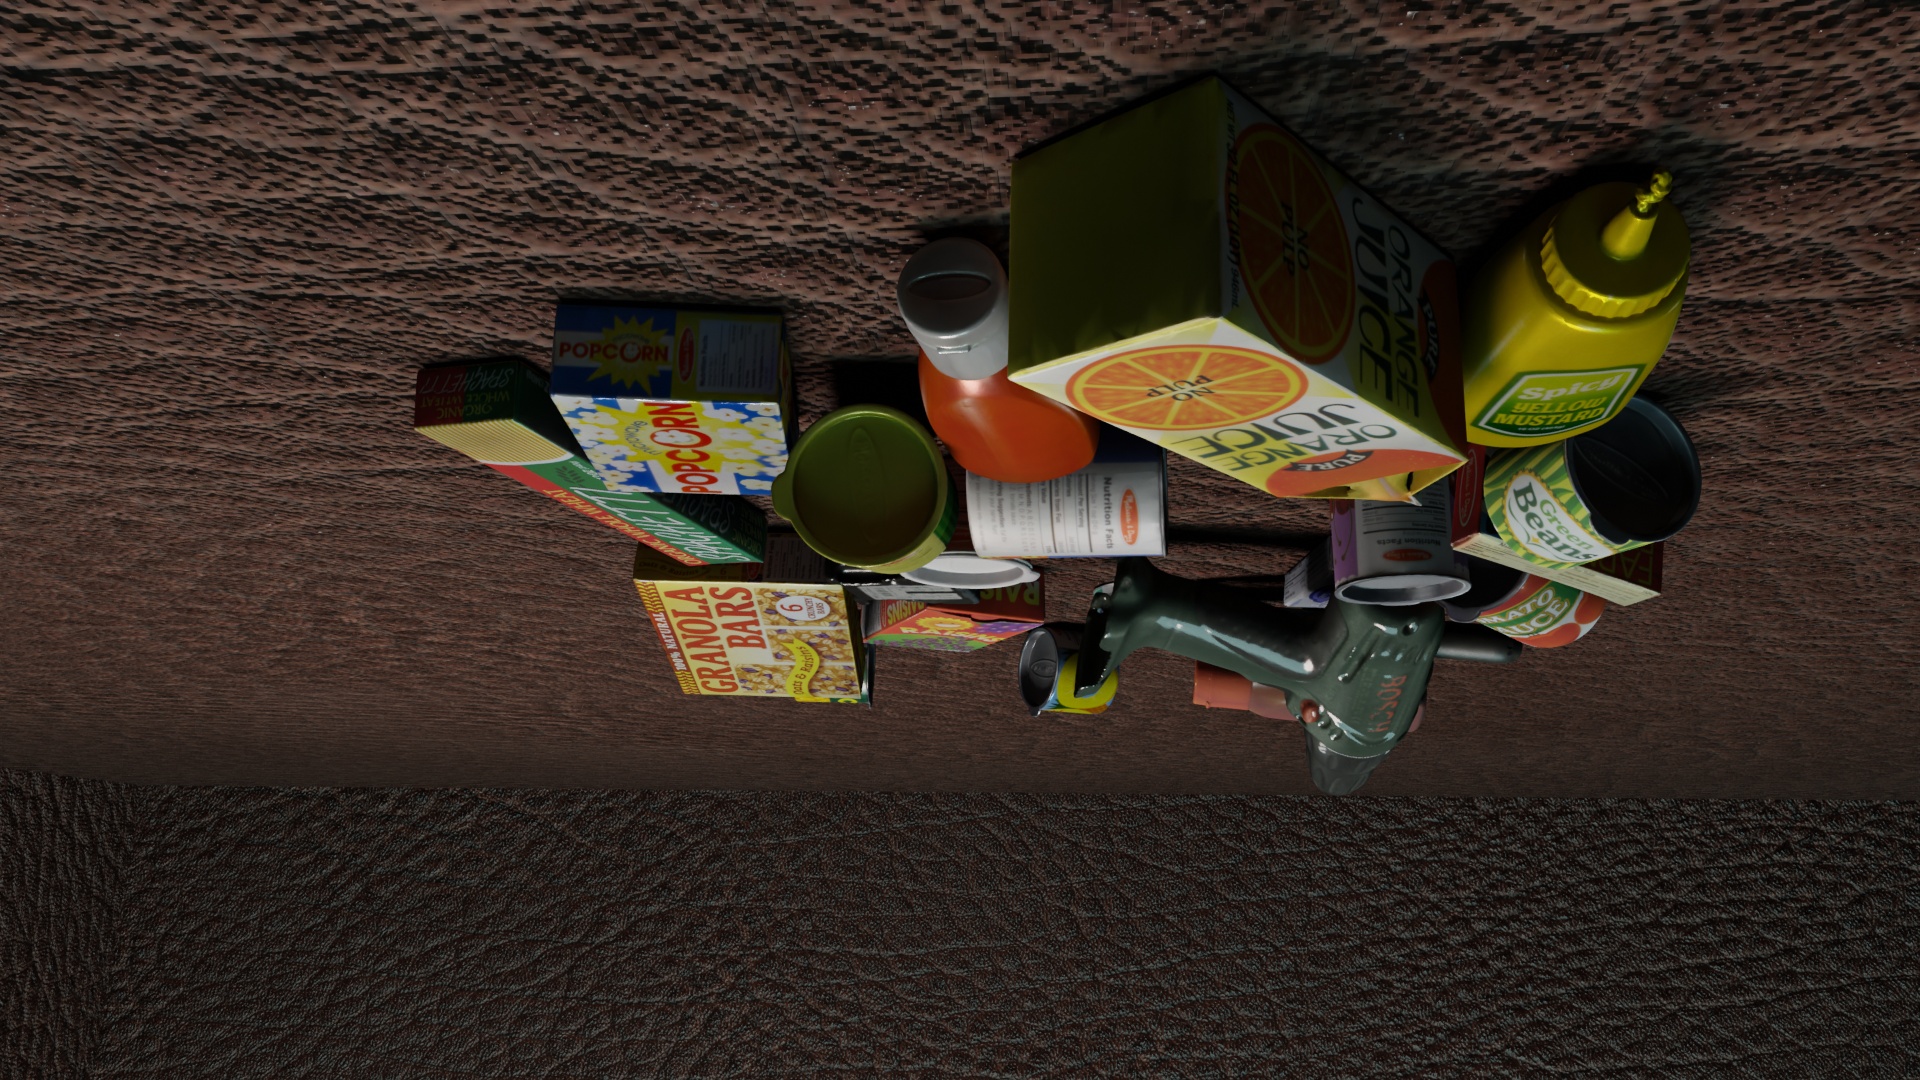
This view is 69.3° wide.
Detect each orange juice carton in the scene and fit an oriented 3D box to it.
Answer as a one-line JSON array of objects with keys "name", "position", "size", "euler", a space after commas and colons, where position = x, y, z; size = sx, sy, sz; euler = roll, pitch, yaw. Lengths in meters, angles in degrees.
[{"name": "orange juice carton", "position": [0.104, -0.065, 0.446], "size": [0.073, 0.072, 0.193], "euler": [-12, 160, 41]}]

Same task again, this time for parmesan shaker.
[{"name": "parmesan shaker", "position": [-0.038, -0.019, 0.607], "size": [0.071, 0.071, 0.103], "euler": [0, 177, 3]}]

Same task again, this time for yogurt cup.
[{"name": "yogurt cup", "position": [0.003, -0.009, 0.702], "size": [0.072, 0.054, 0.072], "euler": [1, 165, 0]}]

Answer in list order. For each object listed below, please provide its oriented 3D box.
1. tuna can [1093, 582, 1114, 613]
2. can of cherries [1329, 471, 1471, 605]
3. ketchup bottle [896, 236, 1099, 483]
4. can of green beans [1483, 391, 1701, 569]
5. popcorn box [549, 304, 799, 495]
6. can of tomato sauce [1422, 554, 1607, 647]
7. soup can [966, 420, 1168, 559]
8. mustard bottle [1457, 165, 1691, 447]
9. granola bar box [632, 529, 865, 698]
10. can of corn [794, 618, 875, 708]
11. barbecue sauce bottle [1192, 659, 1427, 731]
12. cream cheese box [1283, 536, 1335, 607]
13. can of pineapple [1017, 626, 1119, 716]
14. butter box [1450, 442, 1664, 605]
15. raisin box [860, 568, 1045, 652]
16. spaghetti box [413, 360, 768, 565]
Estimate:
[{"name": "tuna can", "position": [0.126, 0.051, 0.965], "size": [0.071, 0.033, 0.071], "euler": [1, 165, 0]}, {"name": "can of cherries", "position": [0.222, -0.001, 0.709], "size": [0.071, 0.058, 0.071], "euler": [0, 165, 0]}, {"name": "ketchup bottle", "position": [0.013, -0.063, 0.517], "size": [0.065, 0.043, 0.148], "euler": [-2, 165, 12]}, {"name": "can of green beans", "position": [0.271, -0.025, 0.600], "size": [0.071, 0.071, 0.057], "euler": [5, 165, -14]}, {"name": "popcorn box", "position": [-0.112, -0.053, 0.569], "size": [0.085, 0.038, 0.126], "euler": [2, 165, -4]}, {"name": "can of tomato sauce", "position": [0.296, 0.018, 0.740], "size": [0.083, 0.071, 0.071], "euler": [20, 156, -38]}, {"name": "soup can", "position": [0.049, -0.026, 0.616], "size": [0.084, 0.071, 0.071], "euler": [-1, 165, 10]}, {"name": "mustard bottle", "position": [0.197, -0.074, 0.449], "size": [0.065, 0.049, 0.160], "euler": [-4, 165, 8]}, {"name": "granola bar box", "position": [-0.128, 0.049, 0.883], "size": [0.124, 0.039, 0.164], "euler": [1, 150, 1]}, {"name": "can of corn", "position": [-0.097, 0.094, 1.068], "size": [0.058, 0.071, 0.071], "euler": [2, 165, 1]}, {"name": "barbecue sauce bottle", "position": [0.232, 0.099, 0.935], "size": [0.148, 0.044, 0.064], "euler": [4, 158, 9]}, {"name": "cream cheese box", "position": [0.240, 0.021, 0.861], "size": [0.053, 0.024, 0.103], "euler": [1, 165, -2]}, {"name": "can of pineapple", "position": [0.085, 0.105, 1.104], "size": [0.058, 0.071, 0.071], "euler": [8, 164, -24]}, {"name": "butter box", "position": [0.280, -0.009, 0.651], "size": [0.103, 0.053, 0.024], "euler": [17, 160, -14]}, {"name": "raisin box", "position": [-0.008, 0.045, 0.939], "size": [0.086, 0.040, 0.123], "euler": [8, 163, -23]}, {"name": "spaghetti box", "position": [-0.167, -0.030, 0.683], "size": [0.050, 0.029, 0.249], "euler": [-3, 165, 17]}]
